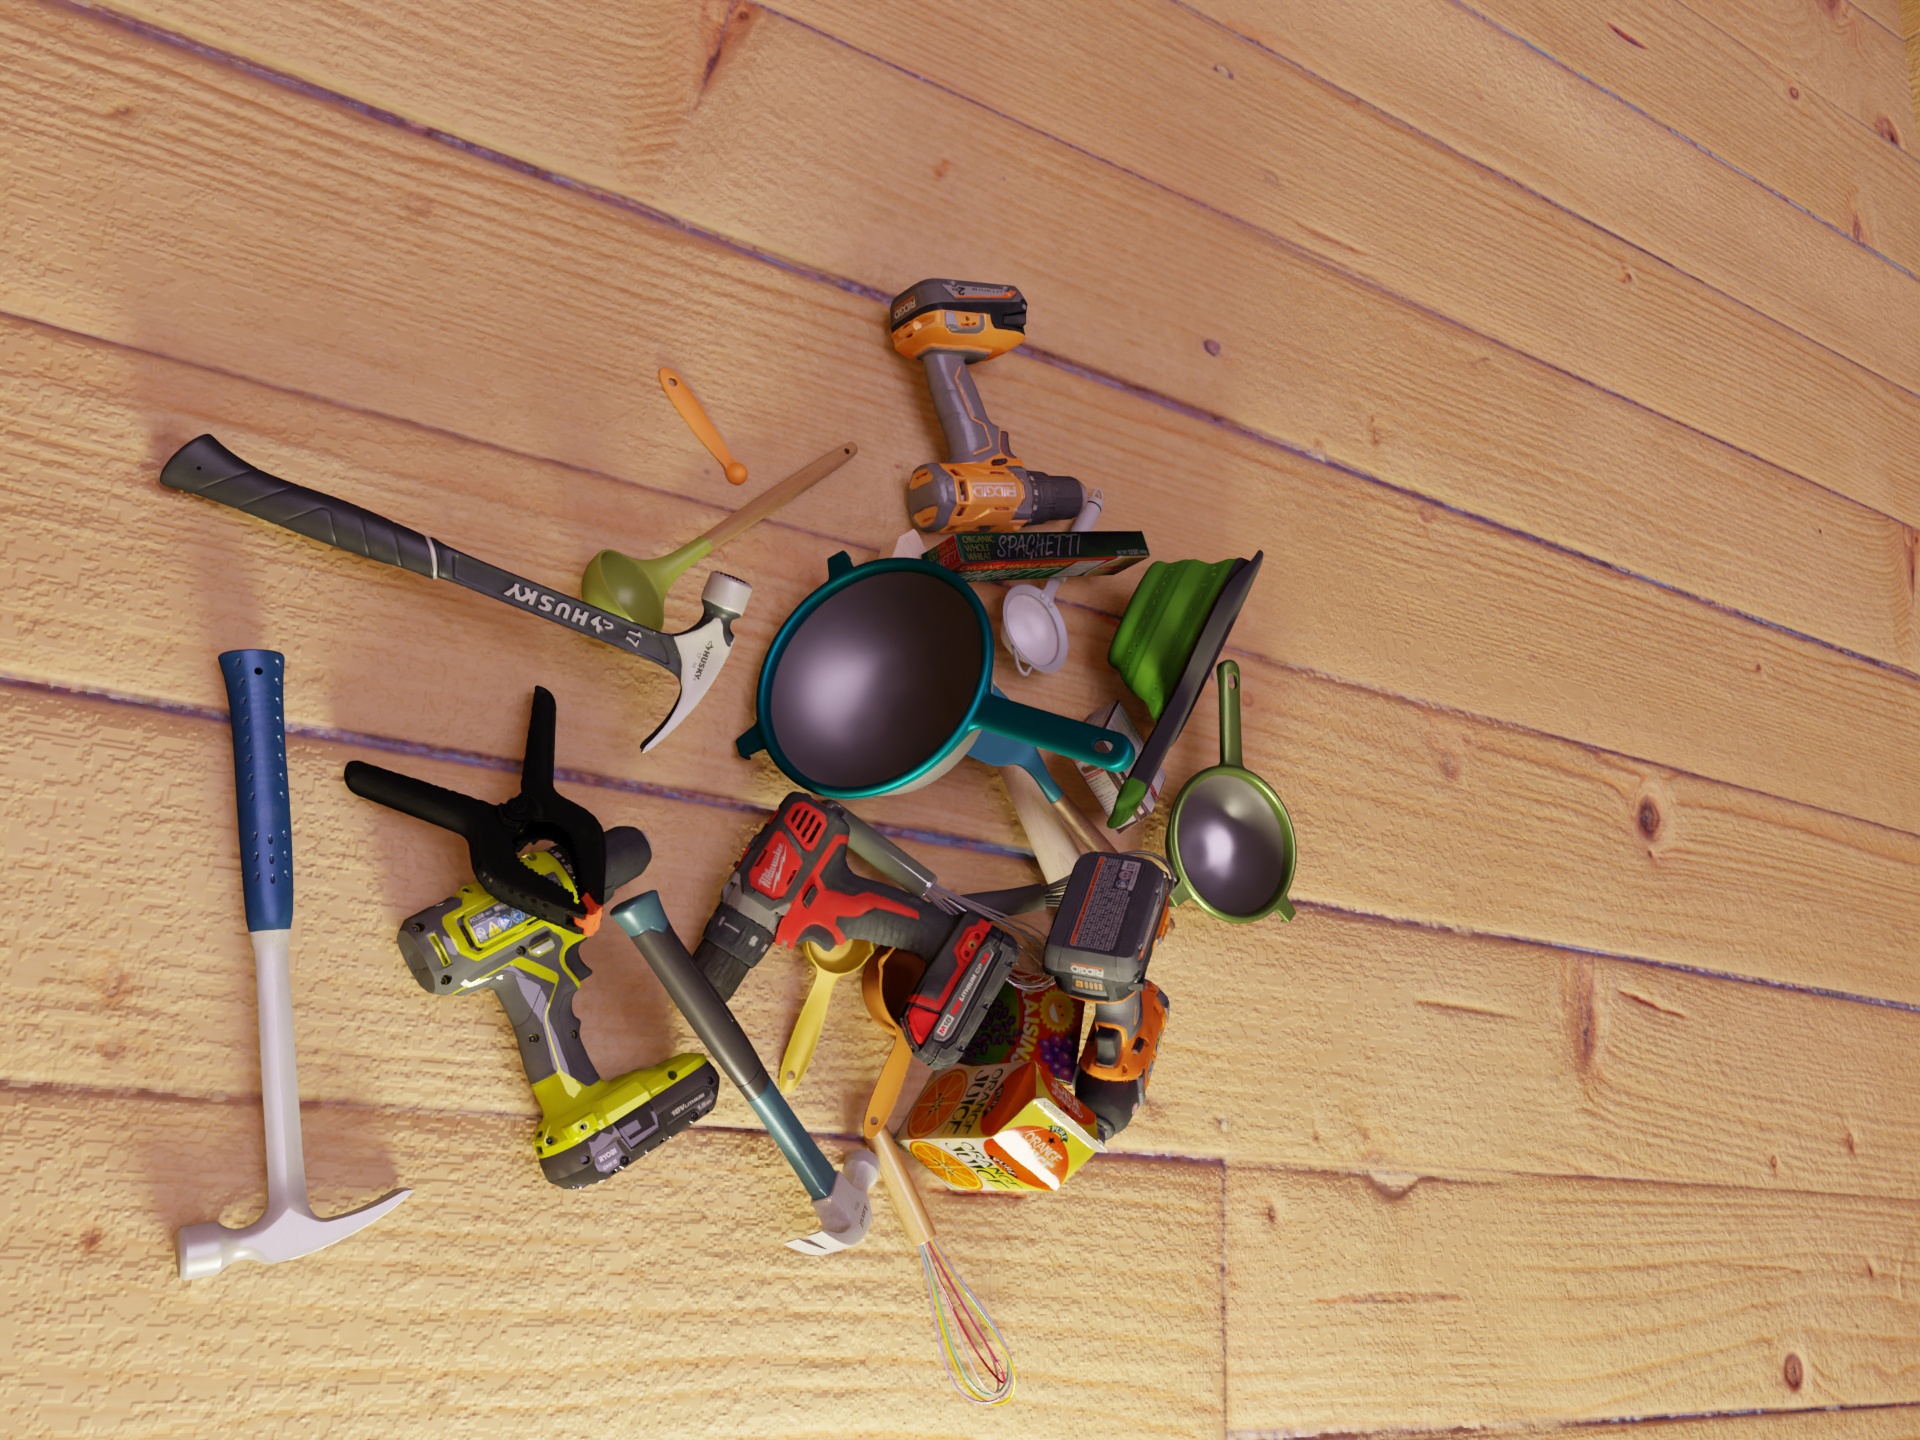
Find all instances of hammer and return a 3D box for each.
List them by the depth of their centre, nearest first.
[{"bbox_3d":[-0.458,0.152,1.070,0.144,0.035,0.406,-1,79,-33],"label":"hammer"},{"bbox_3d":[-0.366,-0.106,1.157,0.408,0.036,0.149,21,92,-16],"label":"hammer"},{"bbox_3d":[-0.156,0.258,1.167,0.330,0.033,0.128,60,19,-19],"label":"hammer"},{"bbox_3d":[0.046,0.016,1.415,0.146,0.038,0.410,-34,101,-36],"label":"hammer"}]

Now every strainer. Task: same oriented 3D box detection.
[{"bbox_3d":[-0.002,-0.004,1.266,0.211,0.340,0.095,-65,148,-13],"label":"strainer"},{"bbox_3d":[0.089,-0.131,1.498,0.086,0.050,0.259,45,52,-24],"label":"strainer"},{"bbox_3d":[0.244,0.070,1.529,0.151,0.069,0.256,11,72,-28],"label":"strainer"}]

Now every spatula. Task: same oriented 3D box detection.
[{"bbox_3d":[0.092,0.083,1.401,0.317,0.044,0.082,49,57,-25],"label":"spatula"}]

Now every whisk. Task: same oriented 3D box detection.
[{"bbox_3d":[-0.016,0.437,1.281,0.051,0.047,0.245,-24,88,-34],"label":"whisk"},{"bbox_3d":[-0.020,0.144,1.317,0.246,0.059,0.058,36,51,3],"label":"whisk"},{"bbox_3d":[0.069,0.154,1.362,0.239,0.055,0.055,-9,82,-7],"label":"whisk"}]

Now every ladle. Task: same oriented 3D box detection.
[{"bbox_3d":[-0.186,-0.162,1.318,0.320,0.062,0.078,-41,103,-36],"label":"ladle"}]

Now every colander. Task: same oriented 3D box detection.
[{"bbox_3d":[0.170,-0.041,1.437,0.094,0.204,0.397,26,40,9],"label":"colander"}]

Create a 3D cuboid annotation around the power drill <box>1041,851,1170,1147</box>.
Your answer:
[{"bbox_3d":[0.123,0.237,1.308,0.164,0.084,0.226,-65,155,-43],"label":"power drill"}]

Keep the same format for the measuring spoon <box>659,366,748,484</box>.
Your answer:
[{"bbox_3d":[-0.217,-0.250,1.345,0.021,0.011,0.117,-42,101,-33],"label":"measuring spoon"}]

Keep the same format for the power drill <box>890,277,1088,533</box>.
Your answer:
[{"bbox_3d":[0.030,-0.284,1.477,0.185,0.084,0.226,-5,85,-34],"label":"power drill"}]

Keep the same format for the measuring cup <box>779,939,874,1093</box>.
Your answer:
[{"bbox_3d":[-0.118,0.224,1.285,0.062,0.029,0.156,23,78,-18],"label":"measuring cup"}]

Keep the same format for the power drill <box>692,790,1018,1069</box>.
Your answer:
[{"bbox_3d":[-0.090,0.185,1.236,0.226,0.080,0.188,32,77,2],"label":"power drill"}]

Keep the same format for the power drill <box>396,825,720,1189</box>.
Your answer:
[{"bbox_3d":[-0.272,0.201,1.156,0.190,0.080,0.228,-28,91,-35],"label":"power drill"}]

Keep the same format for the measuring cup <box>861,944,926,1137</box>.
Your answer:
[{"bbox_3d":[-0.053,0.256,1.300,0.095,0.052,0.174,29,70,-20],"label":"measuring cup"}]
